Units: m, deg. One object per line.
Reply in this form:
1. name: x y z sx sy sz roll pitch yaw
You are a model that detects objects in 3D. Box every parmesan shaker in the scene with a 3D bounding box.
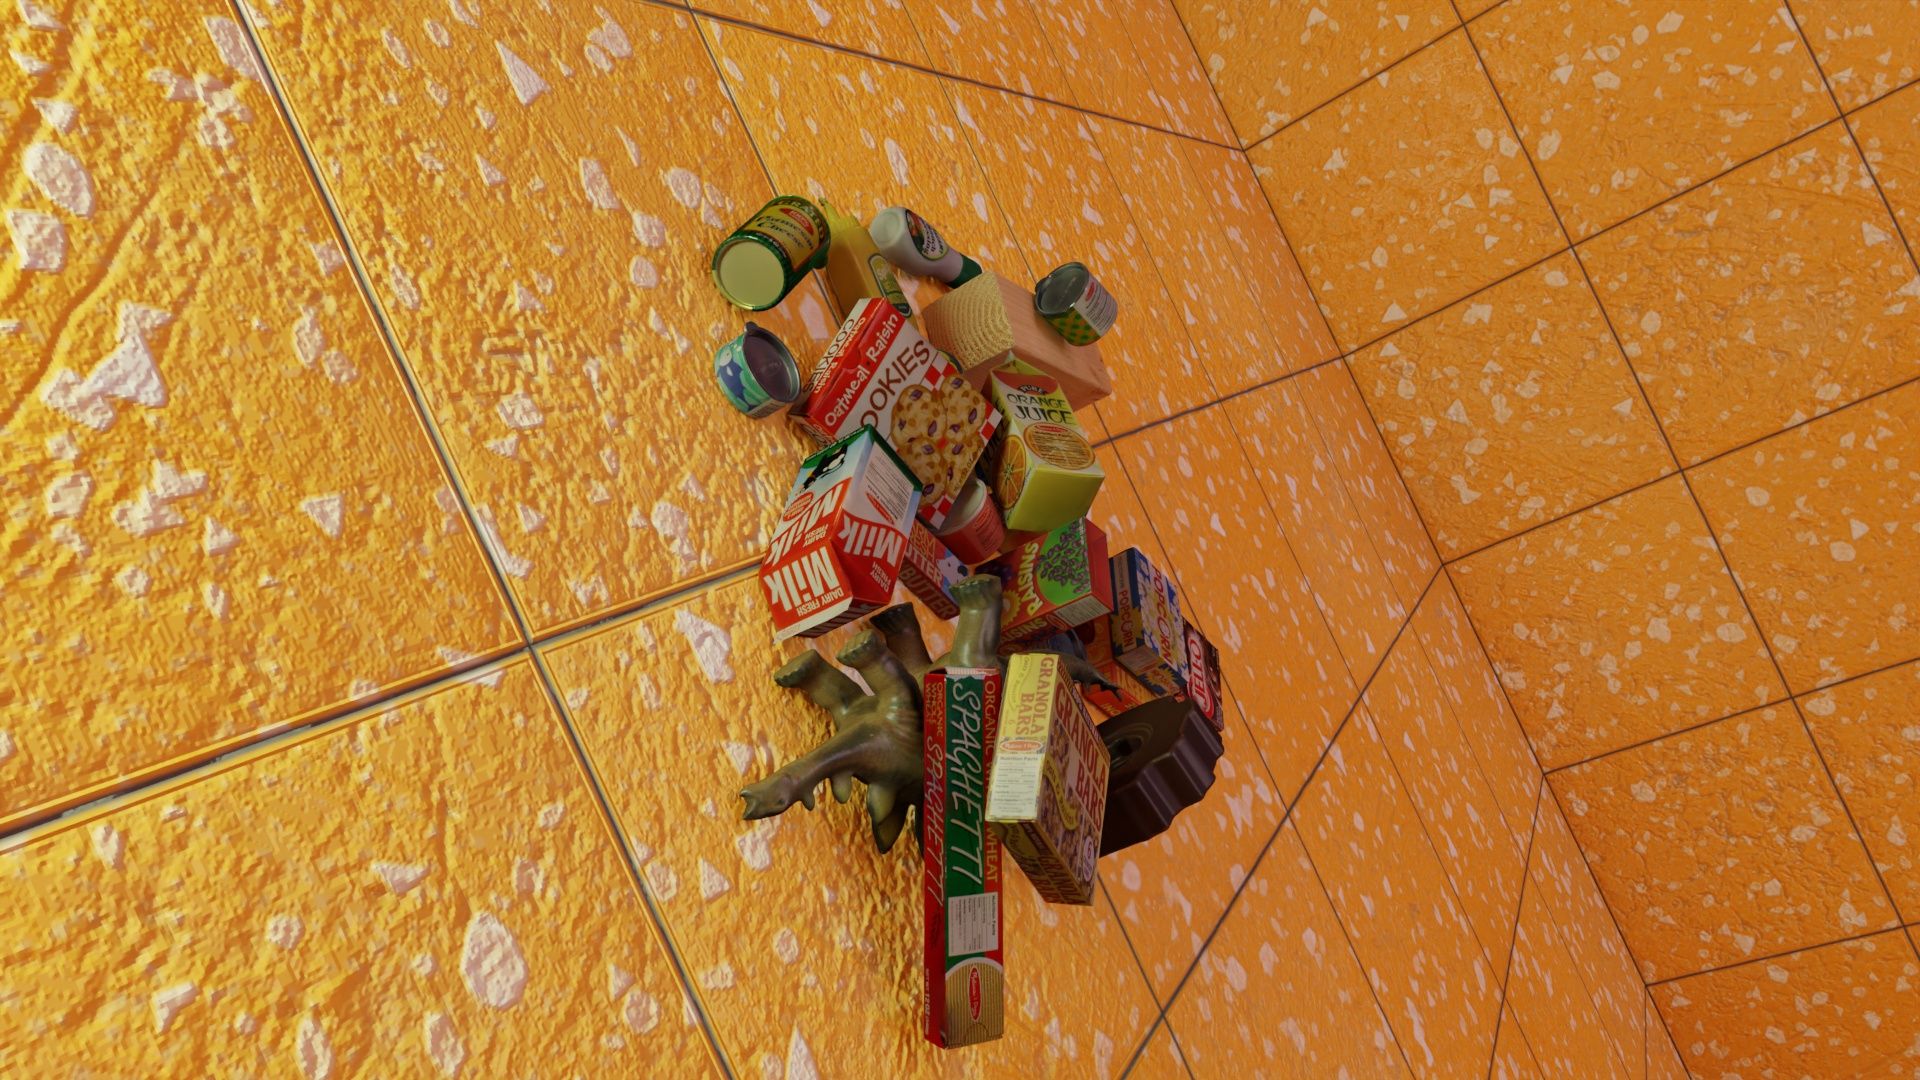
1. parmesan shaker: -0.152 -0.235 1.143 0.071 0.071 0.103 54 29 -18

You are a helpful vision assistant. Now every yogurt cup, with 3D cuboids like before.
1. yogurt cup: 0.004 -0.015 1.234 0.053 0.072 0.073 53 29 -36

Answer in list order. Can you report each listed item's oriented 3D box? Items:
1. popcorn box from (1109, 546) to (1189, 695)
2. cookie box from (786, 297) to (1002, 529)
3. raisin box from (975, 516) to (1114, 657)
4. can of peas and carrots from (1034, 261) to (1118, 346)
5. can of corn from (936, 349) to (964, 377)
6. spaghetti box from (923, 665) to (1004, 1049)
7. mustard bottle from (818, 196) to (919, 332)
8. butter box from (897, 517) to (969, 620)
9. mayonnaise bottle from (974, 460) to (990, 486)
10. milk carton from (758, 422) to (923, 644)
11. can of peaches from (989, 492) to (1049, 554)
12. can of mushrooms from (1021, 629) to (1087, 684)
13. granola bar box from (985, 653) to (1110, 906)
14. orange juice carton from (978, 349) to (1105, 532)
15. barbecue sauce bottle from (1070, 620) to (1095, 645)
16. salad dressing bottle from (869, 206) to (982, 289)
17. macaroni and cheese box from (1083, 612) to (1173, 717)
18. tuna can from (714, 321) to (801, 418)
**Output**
1. popcorn box: 0.188 0.080 1.402 0.085 0.038 0.127 41 35 -37
2. cookie box: -0.051 -0.106 1.174 0.167 0.040 0.123 42 68 -36
3. raisin box: 0.073 0.042 1.236 0.040 0.123 0.086 37 38 -40
4. can of peas and carrots: 0.117 -0.240 1.416 0.058 0.071 0.071 39 37 -39
5. can of corn: -0.036 -0.142 1.260 0.058 0.071 0.071 -6 72 -60
6. spaghetti box: 0.002 0.211 0.943 0.050 0.028 0.250 4 82 -35
7. mustard bottle: -0.092 -0.245 1.273 0.160 0.048 0.065 64 25 0
8. butter box: -0.033 0.018 1.182 0.103 0.024 0.053 44 33 -33
9. mayonnaise bottle: 0.064 -0.084 1.394 0.041 0.064 0.148 51 31 8
10. milk carton: -0.091 0.003 1.046 0.073 0.072 0.191 49 30 -26
11. can of peaches: 0.059 -0.026 1.338 0.071 0.058 0.071 40 36 -38
12. can of mushrooms: 0.089 0.108 1.304 0.071 0.033 0.071 40 36 -37
13. granola bar box: 0.065 0.173 0.990 0.165 0.039 0.125 62 33 -51
14. orange juice carton: 0.061 -0.096 1.290 0.073 0.071 0.193 5 39 -24
15. barbecue sauce bottle: 0.104 0.030 1.382 0.064 0.043 0.149 56 24 -48
16. salad dressing bottle: -0.032 -0.293 1.421 0.147 0.044 0.064 18 54 -54
17. macaroni and cheese box: 0.169 0.112 1.431 0.123 0.040 0.167 39 36 -38
18. tuna can: -0.159 -0.132 1.083 0.071 0.032 0.071 40 36 -38
